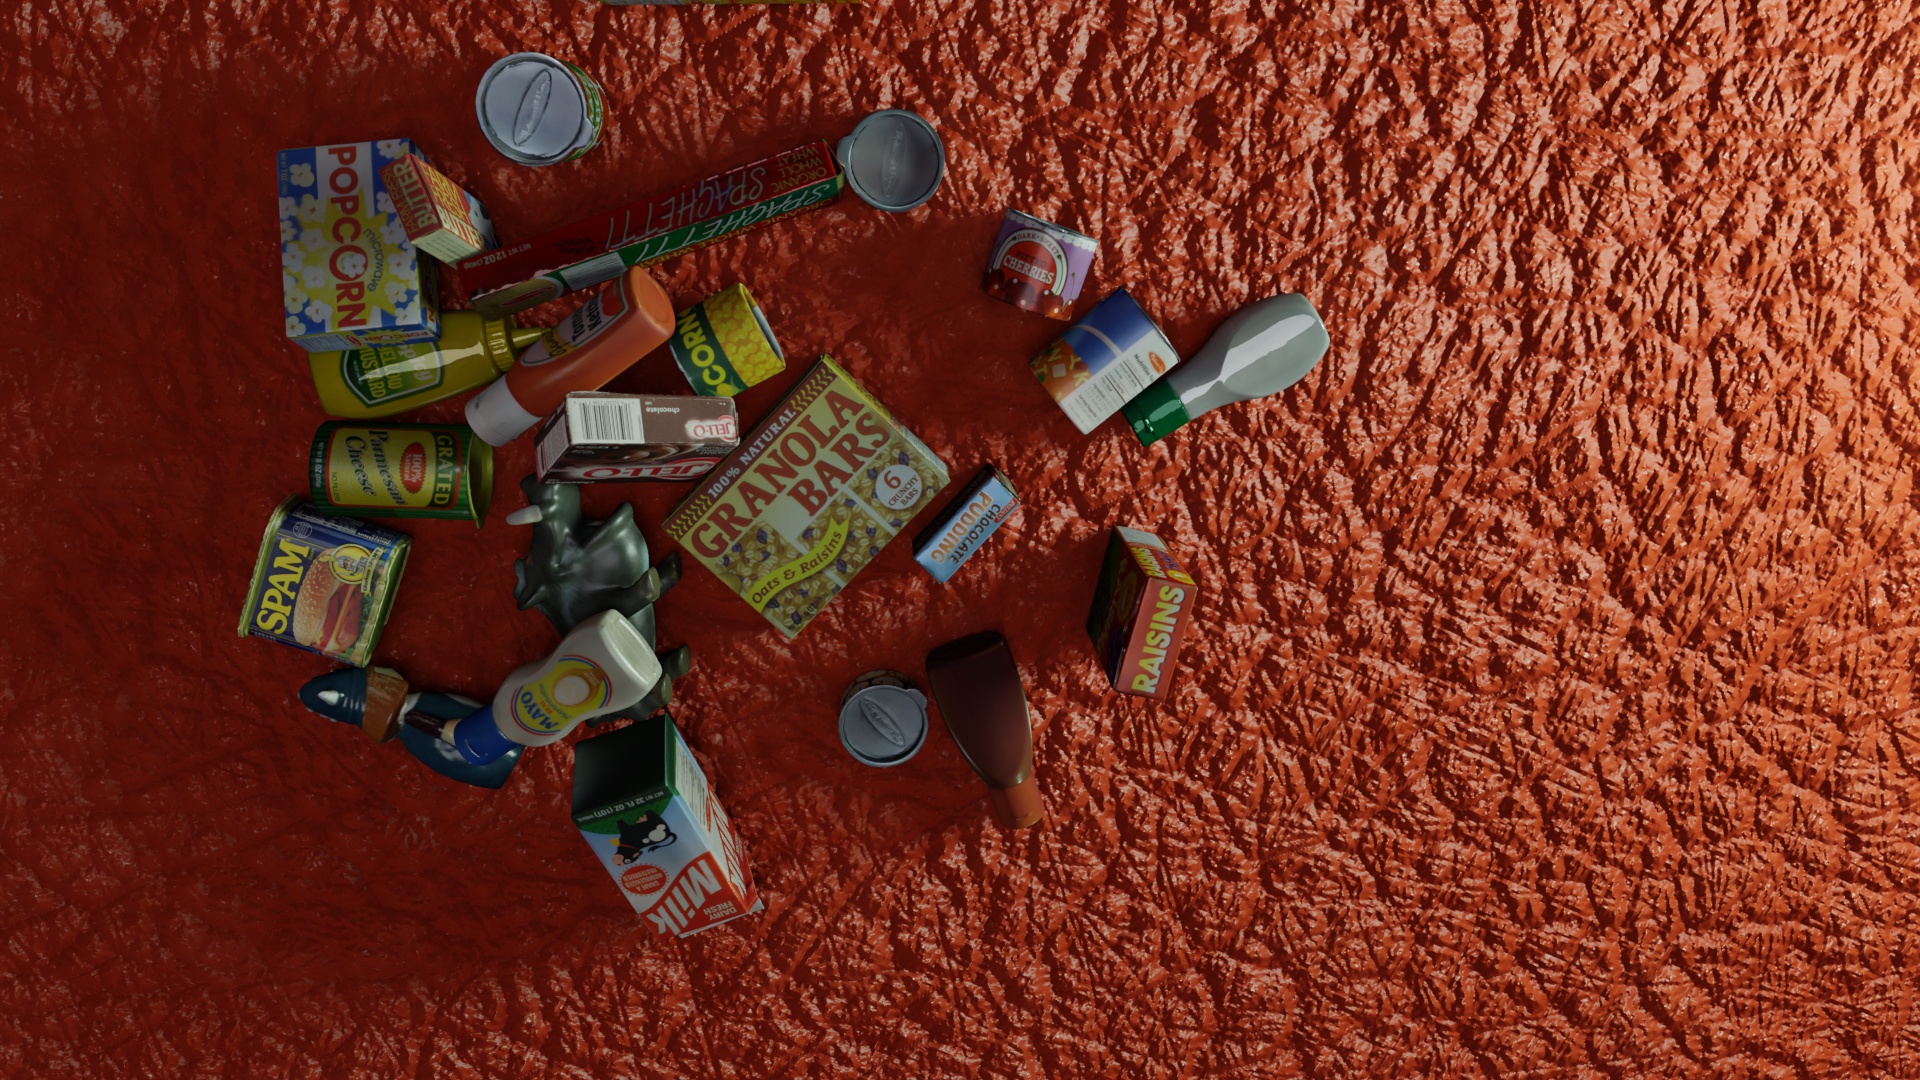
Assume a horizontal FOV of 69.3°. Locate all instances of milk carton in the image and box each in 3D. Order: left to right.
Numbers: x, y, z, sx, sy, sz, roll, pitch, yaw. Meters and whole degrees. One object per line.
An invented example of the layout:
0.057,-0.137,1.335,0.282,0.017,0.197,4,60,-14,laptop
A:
-0.209,0.223,1.011,0.072,0.074,0.189,-19,127,2,milk carton

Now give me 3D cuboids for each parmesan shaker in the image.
-0.376,-0.044,0.938,0.103,0.071,0.071,1,106,-5,parmesan shaker

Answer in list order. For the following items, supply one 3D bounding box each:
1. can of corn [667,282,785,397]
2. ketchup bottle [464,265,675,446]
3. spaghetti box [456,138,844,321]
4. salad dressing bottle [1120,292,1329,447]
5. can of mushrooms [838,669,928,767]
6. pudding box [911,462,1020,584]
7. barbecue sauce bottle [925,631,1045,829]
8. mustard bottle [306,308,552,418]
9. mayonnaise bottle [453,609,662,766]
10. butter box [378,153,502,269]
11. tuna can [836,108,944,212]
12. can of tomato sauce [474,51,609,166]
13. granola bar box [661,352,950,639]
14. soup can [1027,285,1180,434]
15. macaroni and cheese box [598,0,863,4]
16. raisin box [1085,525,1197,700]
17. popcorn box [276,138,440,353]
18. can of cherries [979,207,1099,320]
-0.158,-0.131,0.929,0.058,0.071,0.071,-27,107,3,can of corn
-0.255,-0.115,0.904,0.148,0.065,0.043,-33,130,14,ketchup bottle
-0.196,-0.200,0.899,0.250,0.050,0.028,-21,85,-6,spaghetti box
0.184,-0.118,0.975,0.147,0.044,0.064,-30,108,5,salad dressing bottle
-0.055,0.130,1.032,0.071,0.033,0.070,-1,106,-4,can of mushrooms
0.004,-0.012,0.987,0.030,0.050,0.083,42,99,-13,pudding box
0.025,0.145,1.038,0.065,0.044,0.148,-19,107,1,barbecue sauce bottle
-0.347,-0.125,0.927,0.160,0.049,0.065,-13,103,-2,mustard bottle
-0.277,0.106,0.940,0.148,0.041,0.064,-30,105,17,mayonnaise bottle
-0.322,-0.200,0.873,0.024,0.103,0.053,-25,84,3,butter box
-0.047,-0.253,0.922,0.071,0.033,0.071,-1,106,-4,tuna can
-0.259,-0.270,0.874,0.071,0.083,0.071,-1,107,-4,can of tomato sauce
-0.108,-0.030,0.979,0.124,0.039,0.165,43,98,-14,granola bar box
0.097,-0.125,0.956,0.083,0.071,0.071,-38,106,8,soup can
-0.146,-0.401,0.868,0.167,0.040,0.123,-2,106,-4,macaroni and cheese box
0.124,0.048,0.976,0.040,0.124,0.086,12,105,-8,raisin box
-0.384,-0.189,0.887,0.085,0.038,0.127,-6,82,-3,popcorn box
0.051,-0.185,0.930,0.071,0.072,0.058,18,105,-9,can of cherries
